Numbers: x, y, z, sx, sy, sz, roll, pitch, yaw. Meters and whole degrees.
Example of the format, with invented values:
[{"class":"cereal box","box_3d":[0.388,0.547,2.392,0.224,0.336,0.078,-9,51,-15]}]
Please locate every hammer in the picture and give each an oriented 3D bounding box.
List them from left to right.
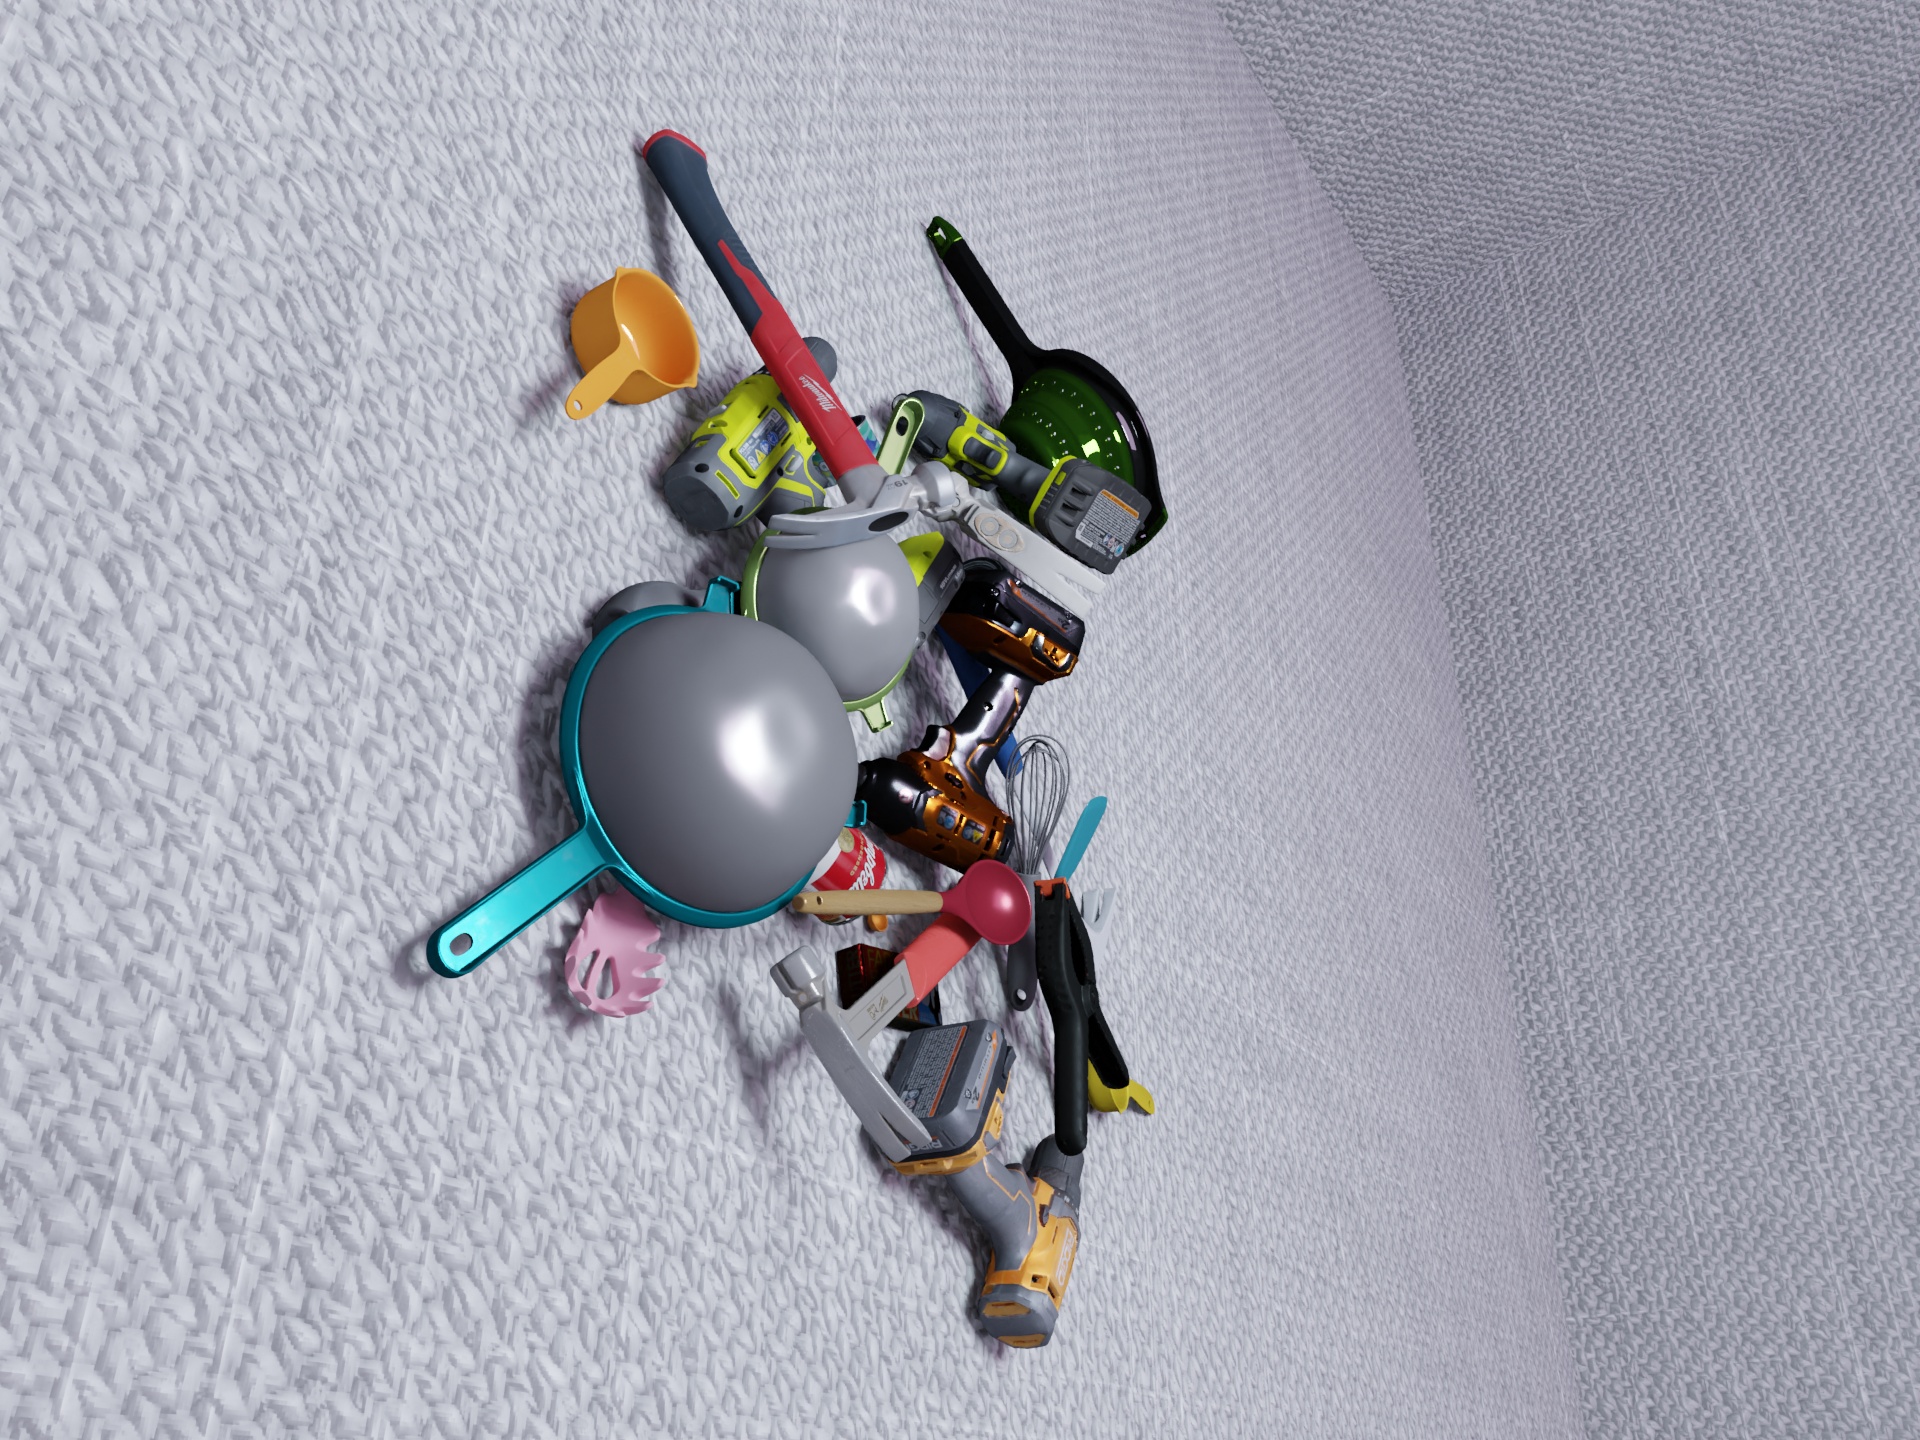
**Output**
[{"class":"hammer","box_3d":[-0.154,-0.285,1.151,0.143,0.038,0.387,-18,65,-29]},{"class":"hammer","box_3d":[-0.022,0.187,1.172,0.149,0.036,0.359,55,19,2]},{"class":"hammer","box_3d":[0.051,0.051,1.405,0.405,0.035,0.144,67,28,-22]},{"class":"hammer","box_3d":[0.065,-0.138,1.371,0.146,0.038,0.410,36,6,5]}]

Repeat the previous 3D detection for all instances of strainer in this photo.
[{"class":"strainer","box_3d":[-0.164,0.044,0.933,0.340,0.095,0.211,-41,106,-50]},{"class":"strainer","box_3d":[-0.059,-0.129,1.140,0.151,0.069,0.256,32,66,-32]}]

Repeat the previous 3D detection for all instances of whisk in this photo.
[{"class":"whisk","box_3d":[0.060,0.130,1.344,0.055,0.055,0.239,-10,106,-61]}]

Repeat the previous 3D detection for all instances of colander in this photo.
[{"class":"colander","box_3d":[0.050,-0.326,1.590,0.094,0.204,0.397,-30,84,-26]}]

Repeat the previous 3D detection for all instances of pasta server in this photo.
[{"class":"pasta server","box_3d":[-0.188,0.061,1.022,0.060,0.040,0.316,37,41,-22]}]

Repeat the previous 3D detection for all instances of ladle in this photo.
[{"class":"ladle","box_3d":[-0.030,0.131,1.141,0.315,0.031,0.069,12,60,-62]}]

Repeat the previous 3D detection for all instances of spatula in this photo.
[{"class":"spatula","box_3d":[0.103,0.224,1.368,0.082,0.044,0.317,4,85,-73]}]

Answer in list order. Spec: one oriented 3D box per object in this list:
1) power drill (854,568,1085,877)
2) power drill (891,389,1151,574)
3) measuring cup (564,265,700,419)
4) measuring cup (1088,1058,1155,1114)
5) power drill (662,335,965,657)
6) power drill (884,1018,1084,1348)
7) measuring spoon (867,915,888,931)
[{"class":"power drill","box_3d":[-0.002,-0.004,1.266,0.164,0.084,0.226,29,76,-35]},{"class":"power drill","box_3d":[0.047,-0.224,1.434,0.171,0.223,0.080,20,102,-58]},{"class":"measuring cup","box_3d":[-0.242,-0.240,1.081,0.095,0.052,0.174,57,34,-25]},{"class":"measuring cup","box_3d":[0.148,0.345,1.474,0.156,0.029,0.062,48,35,-57]},{"class":"power drill","box_3d":[-0.100,-0.164,1.212,0.228,0.080,0.191,50,51,-25]},{"class":"power drill","box_3d":[0.031,0.333,1.214,0.226,0.084,0.185,64,28,-23]},{"class":"measuring spoon","box_3d":[-0.083,0.107,1.212,0.021,0.011,0.117,-22,90,-60]}]
